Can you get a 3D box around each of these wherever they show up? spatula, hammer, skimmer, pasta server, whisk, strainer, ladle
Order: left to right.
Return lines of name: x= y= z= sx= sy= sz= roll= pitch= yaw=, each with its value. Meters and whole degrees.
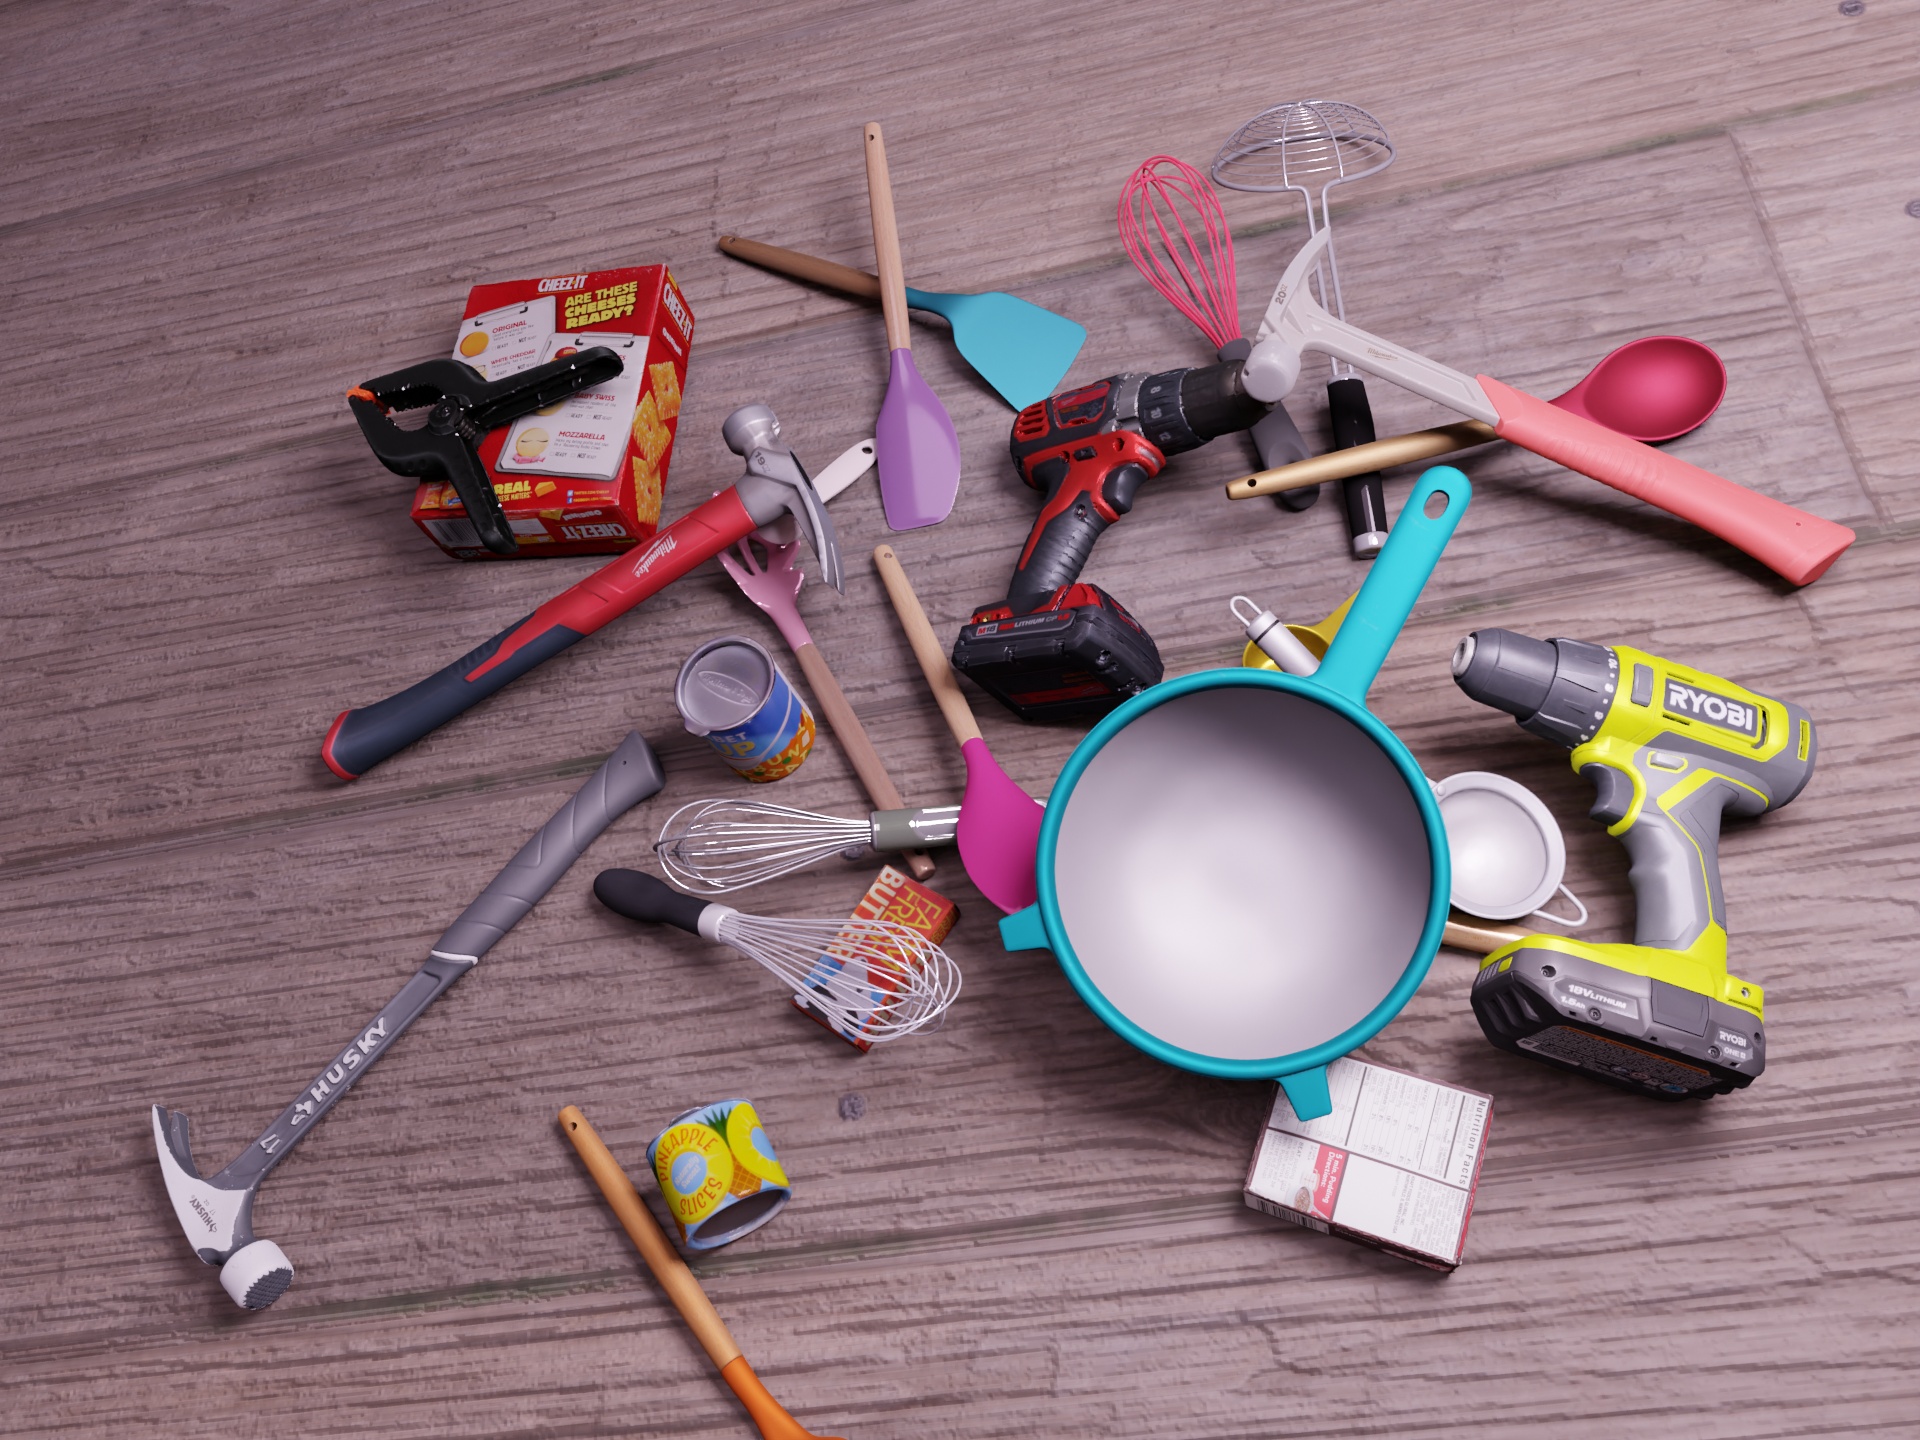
hammer: x=-0.339 y=0.163 z=1.012 sx=0.149 sy=0.036 sz=0.409 roll=36 pitch=77 yaw=28
hammer: x=-0.261 y=-0.054 z=1.065 sx=0.386 sy=0.038 sz=0.143 roll=-31 pitch=70 yaw=9
spatula: x=-0.141 y=0.332 z=0.872 sx=0.081 sy=0.041 sz=0.323 roll=-41 pitch=61 yaw=-6
whisk: x=-0.119 y=0.128 z=0.940 sx=0.285 sy=0.070 sz=0.070 roll=13 pitch=67 yaw=36
pasta server: x=-0.091 y=-0.030 z=1.041 sx=0.060 sy=0.040 sz=0.316 roll=-19 pitch=60 yaw=-21
whisk: x=-0.060 y=0.067 z=0.953 sx=0.246 sy=0.059 sz=0.058 roll=-5 pitch=74 yaw=-7
spatula: x=-0.059 y=-0.312 z=1.183 sx=0.318 sy=0.044 sz=0.082 roll=25 pitch=74 yaw=29
spatula: x=-0.043 y=-0.286 z=1.133 sx=0.060 sy=0.018 sz=0.316 roll=-11 pitch=75 yaw=13
whisk: x=0.177 y=-0.266 z=1.079 sx=0.073 sy=0.073 sz=0.296 roll=-21 pitch=68 yaw=4
strainer: x=0.181 y=0.025 z=0.855 sx=0.211 sy=0.095 sz=0.340 roll=28 pitch=91 yaw=14
skimmer: x=0.250 y=-0.270 z=1.077 sx=0.127 sy=0.090 sz=0.363 roll=-7 pitch=73 yaw=7
strainer: x=0.244 y=0.023 z=0.892 sx=0.087 sy=0.050 sz=0.258 roll=-40 pitch=82 yaw=-21
ladle: x=0.318 y=-0.178 z=0.989 sx=0.315 sy=0.031 sz=0.069 roll=-14 pitch=73 yaw=-2
hammer: x=0.349 y=-0.178 z=0.944 sx=0.359 sy=0.036 sz=0.149 roll=25 pitch=53 yaw=6

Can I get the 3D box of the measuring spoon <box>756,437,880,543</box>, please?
measuring spoon: x=-0.095 y=-0.165 z=1.099 sx=0.034 sy=0.018 sz=0.124 roll=39 pitch=59 yaw=11

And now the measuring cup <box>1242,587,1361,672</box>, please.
measuring cup: x=0.237 y=-0.055 z=0.981 sx=0.156 sy=0.029 sz=0.062 roll=-36 pitch=60 yaw=-18

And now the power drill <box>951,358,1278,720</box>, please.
power drill: x=0.098 y=-0.121 z=0.984 sx=0.188 sy=0.080 sz=0.227 roll=-7 pitch=58 yaw=41

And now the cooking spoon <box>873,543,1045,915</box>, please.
cooking spoon: x=-0.002 y=-0.003 z=0.988 sx=0.068 sy=0.017 sz=0.319 roll=-10 pitch=49 yaw=-18

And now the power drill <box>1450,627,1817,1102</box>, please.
power drill: x=0.338 y=0.064 z=0.829 sx=0.190 sy=0.080 sz=0.229 roll=18 pitch=65 yaw=-1

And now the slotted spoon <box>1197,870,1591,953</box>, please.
slotted spoon: x=0.221 y=0.107 z=0.898 sx=0.314 sy=0.031 sz=0.070 roll=11 pitch=75 yaw=17
